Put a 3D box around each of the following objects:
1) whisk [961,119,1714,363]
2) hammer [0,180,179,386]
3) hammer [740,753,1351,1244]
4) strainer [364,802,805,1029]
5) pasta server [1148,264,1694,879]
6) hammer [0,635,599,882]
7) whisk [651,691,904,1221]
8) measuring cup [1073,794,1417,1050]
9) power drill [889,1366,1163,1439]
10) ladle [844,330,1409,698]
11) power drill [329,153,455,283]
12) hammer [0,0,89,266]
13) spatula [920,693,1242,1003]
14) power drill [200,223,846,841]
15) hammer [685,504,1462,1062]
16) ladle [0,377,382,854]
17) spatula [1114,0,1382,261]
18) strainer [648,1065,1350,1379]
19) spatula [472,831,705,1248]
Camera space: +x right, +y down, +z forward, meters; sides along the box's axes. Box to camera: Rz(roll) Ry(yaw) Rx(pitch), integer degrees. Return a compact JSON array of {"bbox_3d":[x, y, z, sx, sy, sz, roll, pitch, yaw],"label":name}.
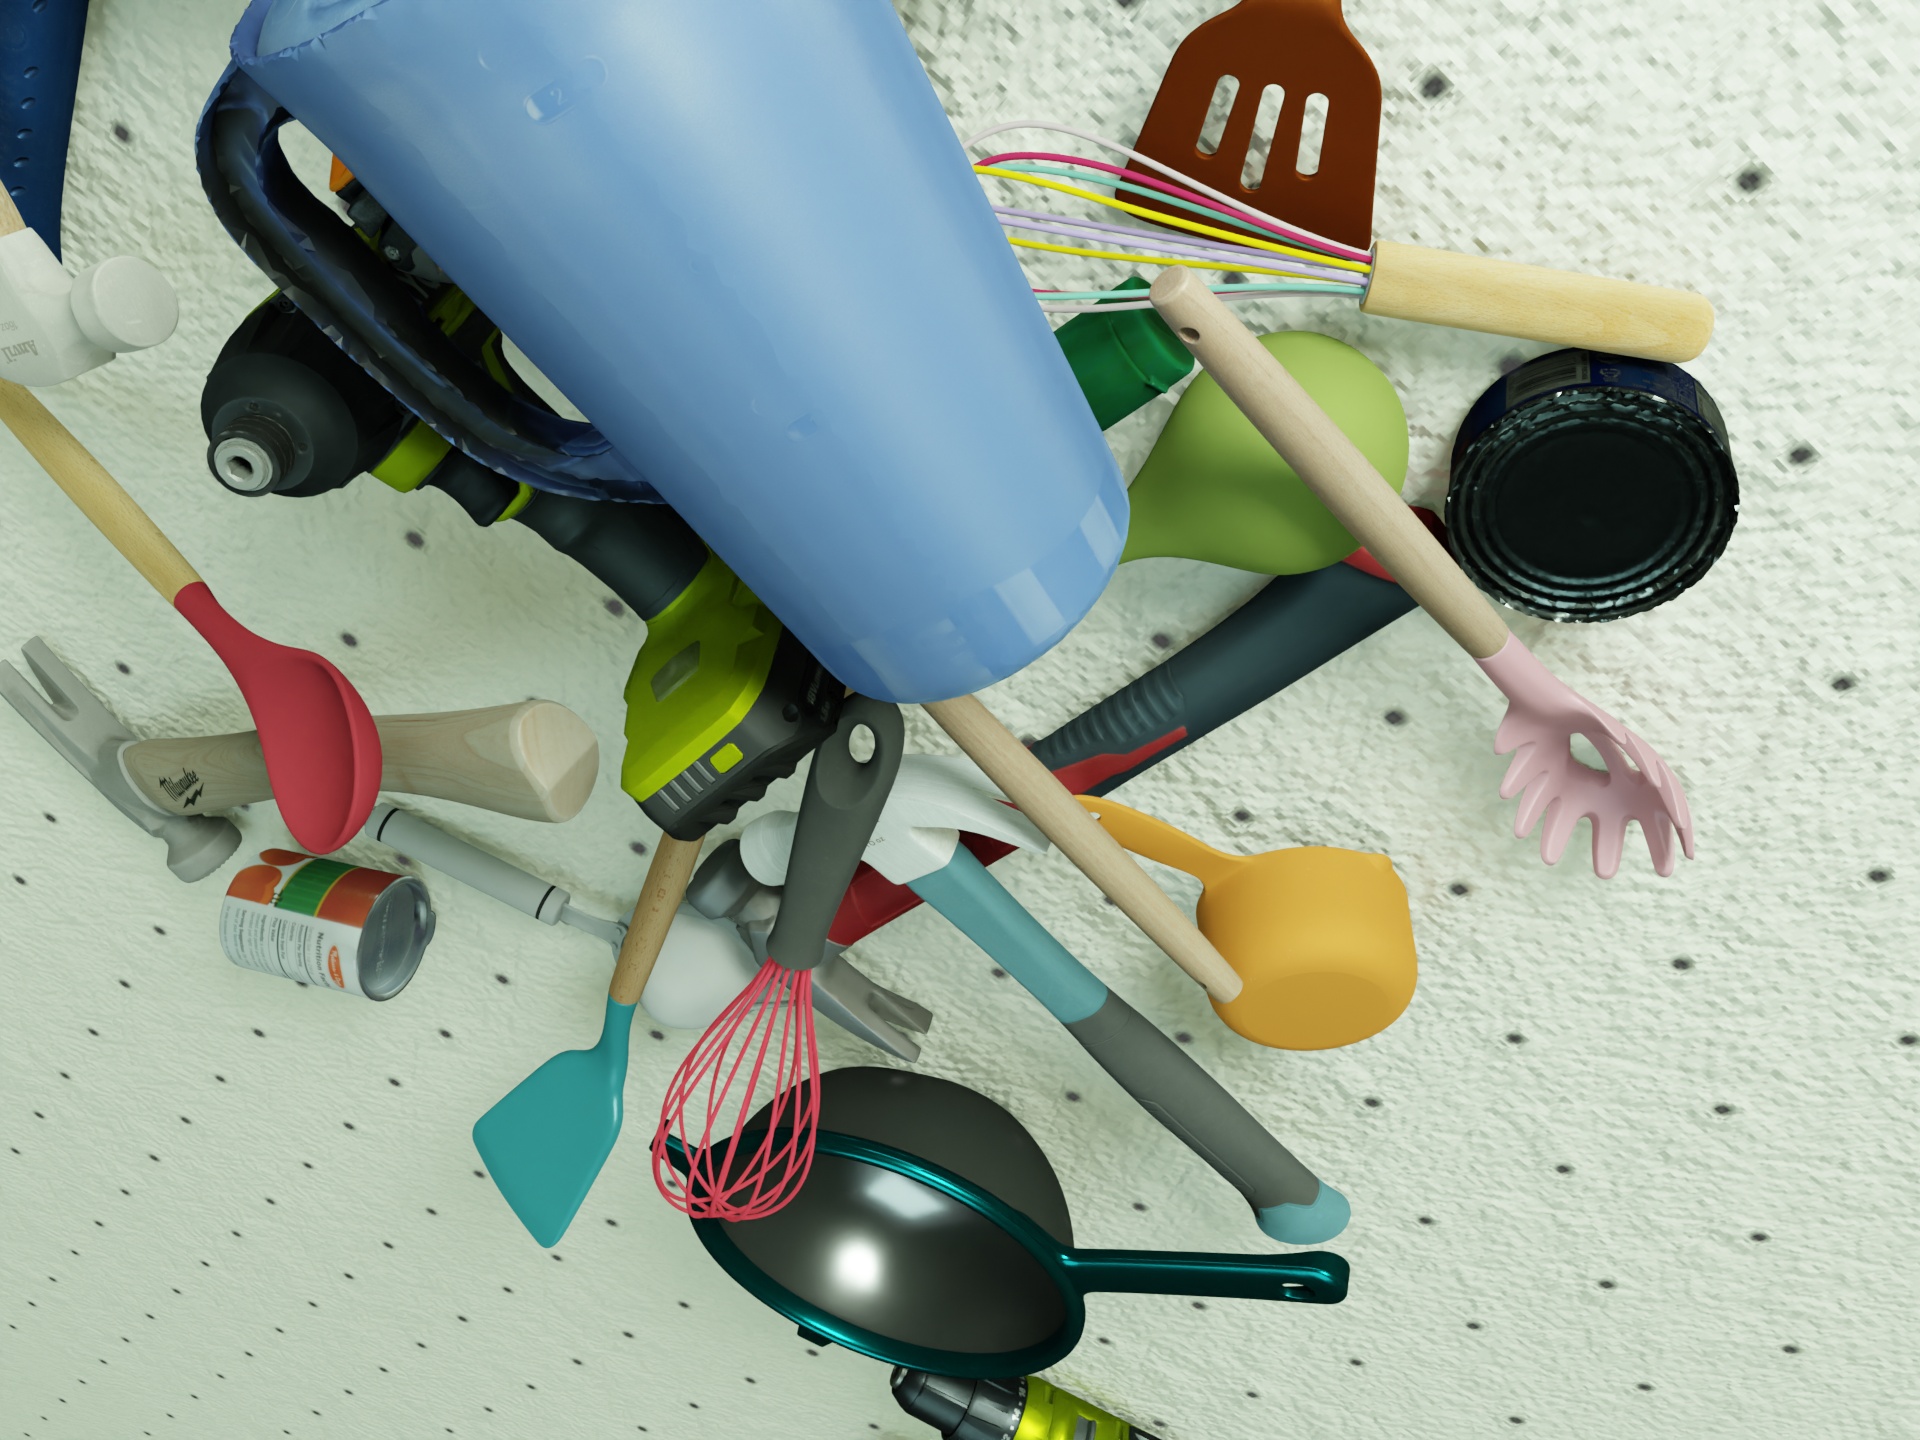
[{"bbox_3d":[0.100,-0.136,0.474,0.245,0.051,0.047,10,148,3],"label":"whisk"},{"bbox_3d":[-0.382,-0.268,0.522,0.130,0.031,0.331,-3,118,35],"label":"hammer"},{"bbox_3d":[0.061,0.131,0.691,0.128,0.033,0.330,-27,119,37],"label":"hammer"},{"bbox_3d":[-0.199,0.100,0.803,0.258,0.050,0.086,26,129,2],"label":"strainer"},{"bbox_3d":[0.154,-0.033,0.503,0.060,0.040,0.316,-8,146,44],"label":"pasta server"},{"bbox_3d":[-0.298,0.011,0.694,0.411,0.038,0.146,-4,129,43],"label":"hammer"},{"bbox_3d":[-0.071,0.107,0.648,0.073,0.073,0.295,21,123,2],"label":"whisk"},{"bbox_3d":[0.108,0.081,0.631,0.173,0.052,0.095,26,133,-27],"label":"measuring cup"},{"bbox_3d":[0.012,0.497,1.042,0.190,0.080,0.228,28,130,-5],"label":"power drill"},{"bbox_3d":[0.022,-0.048,0.596,0.320,0.062,0.078,-25,88,43],"label":"ladle"},{"bbox_3d":[-0.209,-0.237,0.456,0.164,0.084,0.226,-27,129,33],"label":"power drill"},{"bbox_3d":[-0.281,-0.296,0.492,0.144,0.035,0.405,33,132,-10],"label":"hammer"},{"bbox_3d":[-0.001,-0.002,0.570,0.315,0.018,0.060,45,163,-17],"label":"spatula"},{"bbox_3d":[-0.143,-0.067,0.549,0.080,0.171,0.223,-37,115,24],"label":"power drill"},{"bbox_3d":[0.046,0.036,0.657,0.143,0.038,0.386,41,131,-18],"label":"hammer"},{"bbox_3d":[-0.319,-0.063,0.627,0.316,0.031,0.069,42,117,20],"label":"ladle"},{"bbox_3d":[0.103,-0.264,0.389,0.081,0.041,0.322,14,128,6],"label":"spatula"},{"bbox_3d":[0.028,0.237,0.794,0.340,0.095,0.210,-7,128,27],"label":"strainer"},{"bbox_3d":[-0.159,0.114,0.744,0.082,0.044,0.317,44,125,30],"label":"spatula"}]
